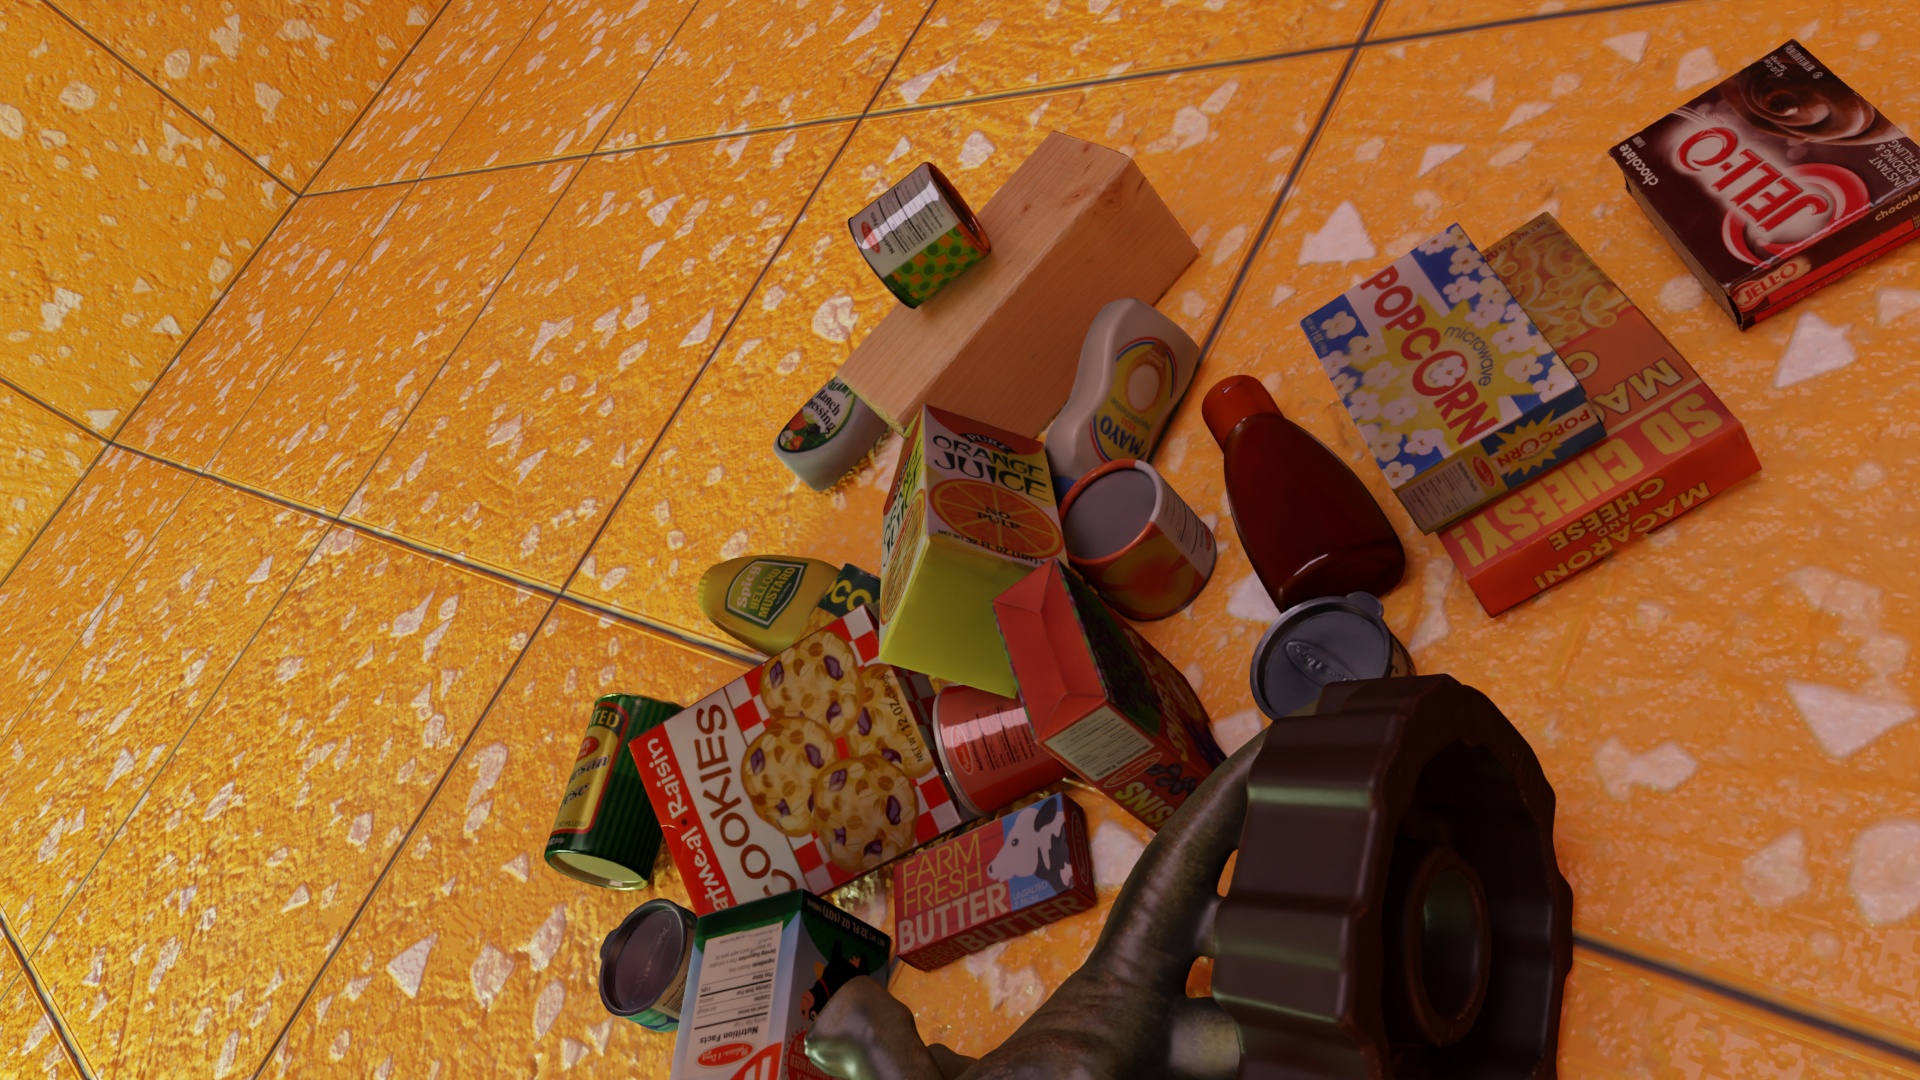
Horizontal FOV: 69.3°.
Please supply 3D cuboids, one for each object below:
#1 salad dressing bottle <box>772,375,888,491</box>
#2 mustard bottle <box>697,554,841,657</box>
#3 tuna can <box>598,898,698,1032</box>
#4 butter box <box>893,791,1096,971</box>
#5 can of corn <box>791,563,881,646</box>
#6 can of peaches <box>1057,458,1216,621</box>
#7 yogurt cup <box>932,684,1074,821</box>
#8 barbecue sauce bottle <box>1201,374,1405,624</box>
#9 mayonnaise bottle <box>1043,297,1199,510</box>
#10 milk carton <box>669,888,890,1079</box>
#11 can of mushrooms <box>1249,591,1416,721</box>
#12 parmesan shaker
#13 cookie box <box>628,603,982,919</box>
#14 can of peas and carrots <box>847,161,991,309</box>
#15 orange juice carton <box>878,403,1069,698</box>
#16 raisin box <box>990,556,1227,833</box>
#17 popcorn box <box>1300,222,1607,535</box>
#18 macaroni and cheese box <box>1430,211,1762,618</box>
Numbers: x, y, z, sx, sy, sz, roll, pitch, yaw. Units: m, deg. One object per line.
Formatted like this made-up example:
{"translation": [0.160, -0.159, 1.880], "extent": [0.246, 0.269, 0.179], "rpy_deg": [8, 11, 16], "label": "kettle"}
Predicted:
{"translation": [-0.063, -0.101, 0.951], "extent": [0.147, 0.044, 0.064], "rpy_deg": [-47, 40, 1], "label": "salad dressing bottle"}
{"translation": [-0.126, 0.040, 0.887], "extent": [0.160, 0.048, 0.065], "rpy_deg": [8, 61, 45], "label": "mustard bottle"}
{"translation": [-0.168, 0.236, 0.774], "extent": [0.071, 0.032, 0.071], "rpy_deg": [-24, 45, 26], "label": "tuna can"}
{"translation": [0.015, 0.166, 0.674], "extent": [0.103, 0.024, 0.053], "rpy_deg": [-28, 42, 22], "label": "butter box"}
{"translation": [-0.055, 0.054, 0.794], "extent": [0.071, 0.071, 0.058], "rpy_deg": [22, 76, 49], "label": "can of corn"}
{"translation": [0.088, 0.001, 0.719], "extent": [0.071, 0.058, 0.071], "rpy_deg": [-24, 45, 26], "label": "can of peaches"}
{"translation": [0.025, 0.098, 0.693], "extent": [0.054, 0.072, 0.073], "rpy_deg": [-22, 45, 17], "label": "yogurt cup"}
{"translation": [0.160, -0.027, 0.687], "extent": [0.065, 0.043, 0.149], "rpy_deg": [-23, 42, 5], "label": "barbecue sauce bottle"}
{"translation": [0.080, -0.059, 0.774], "extent": [0.041, 0.064, 0.148], "rpy_deg": [-2, 59, 60], "label": "mayonnaise bottle"}
{"translation": [-0.089, 0.270, 0.644], "extent": [0.073, 0.072, 0.191], "rpy_deg": [-22, 45, 28], "label": "milk carton"}
{"translation": [0.167, 0.059, 0.617], "extent": [0.071, 0.033, 0.071], "rpy_deg": [-25, 44, 26], "label": "can of mushrooms"}
{"translation": [-0.206, 0.153, 0.850], "extent": [0.071, 0.071, 0.103], "rpy_deg": [-14, 50, 34], "label": "parmesan shaker"}
{"translation": [-0.085, 0.125, 0.739], "extent": [0.167, 0.040, 0.123], "rpy_deg": [-30, 76, 20], "label": "cookie box"}
{"translation": [-0.023, -0.180, 0.821], "extent": [0.058, 0.071, 0.071], "rpy_deg": [-34, 41, 17], "label": "can of peas and carrots"}
{"translation": [0.003, -0.009, 0.722], "extent": [0.193, 0.072, 0.072], "rpy_deg": [-94, 24, -61], "label": "orange juice carton"}
{"translation": [0.072, 0.074, 0.620], "extent": [0.040, 0.123, 0.086], "rpy_deg": [-35, 41, 16], "label": "raisin box"}
{"translation": [0.213, -0.075, 0.617], "extent": [0.085, 0.038, 0.127], "rpy_deg": [-32, 41, 18], "label": "popcorn box"}
{"translation": [0.256, -0.061, 0.632], "extent": [0.123, 0.040, 0.167], "rpy_deg": [-33, 41, 18], "label": "macaroni and cheese box"}
